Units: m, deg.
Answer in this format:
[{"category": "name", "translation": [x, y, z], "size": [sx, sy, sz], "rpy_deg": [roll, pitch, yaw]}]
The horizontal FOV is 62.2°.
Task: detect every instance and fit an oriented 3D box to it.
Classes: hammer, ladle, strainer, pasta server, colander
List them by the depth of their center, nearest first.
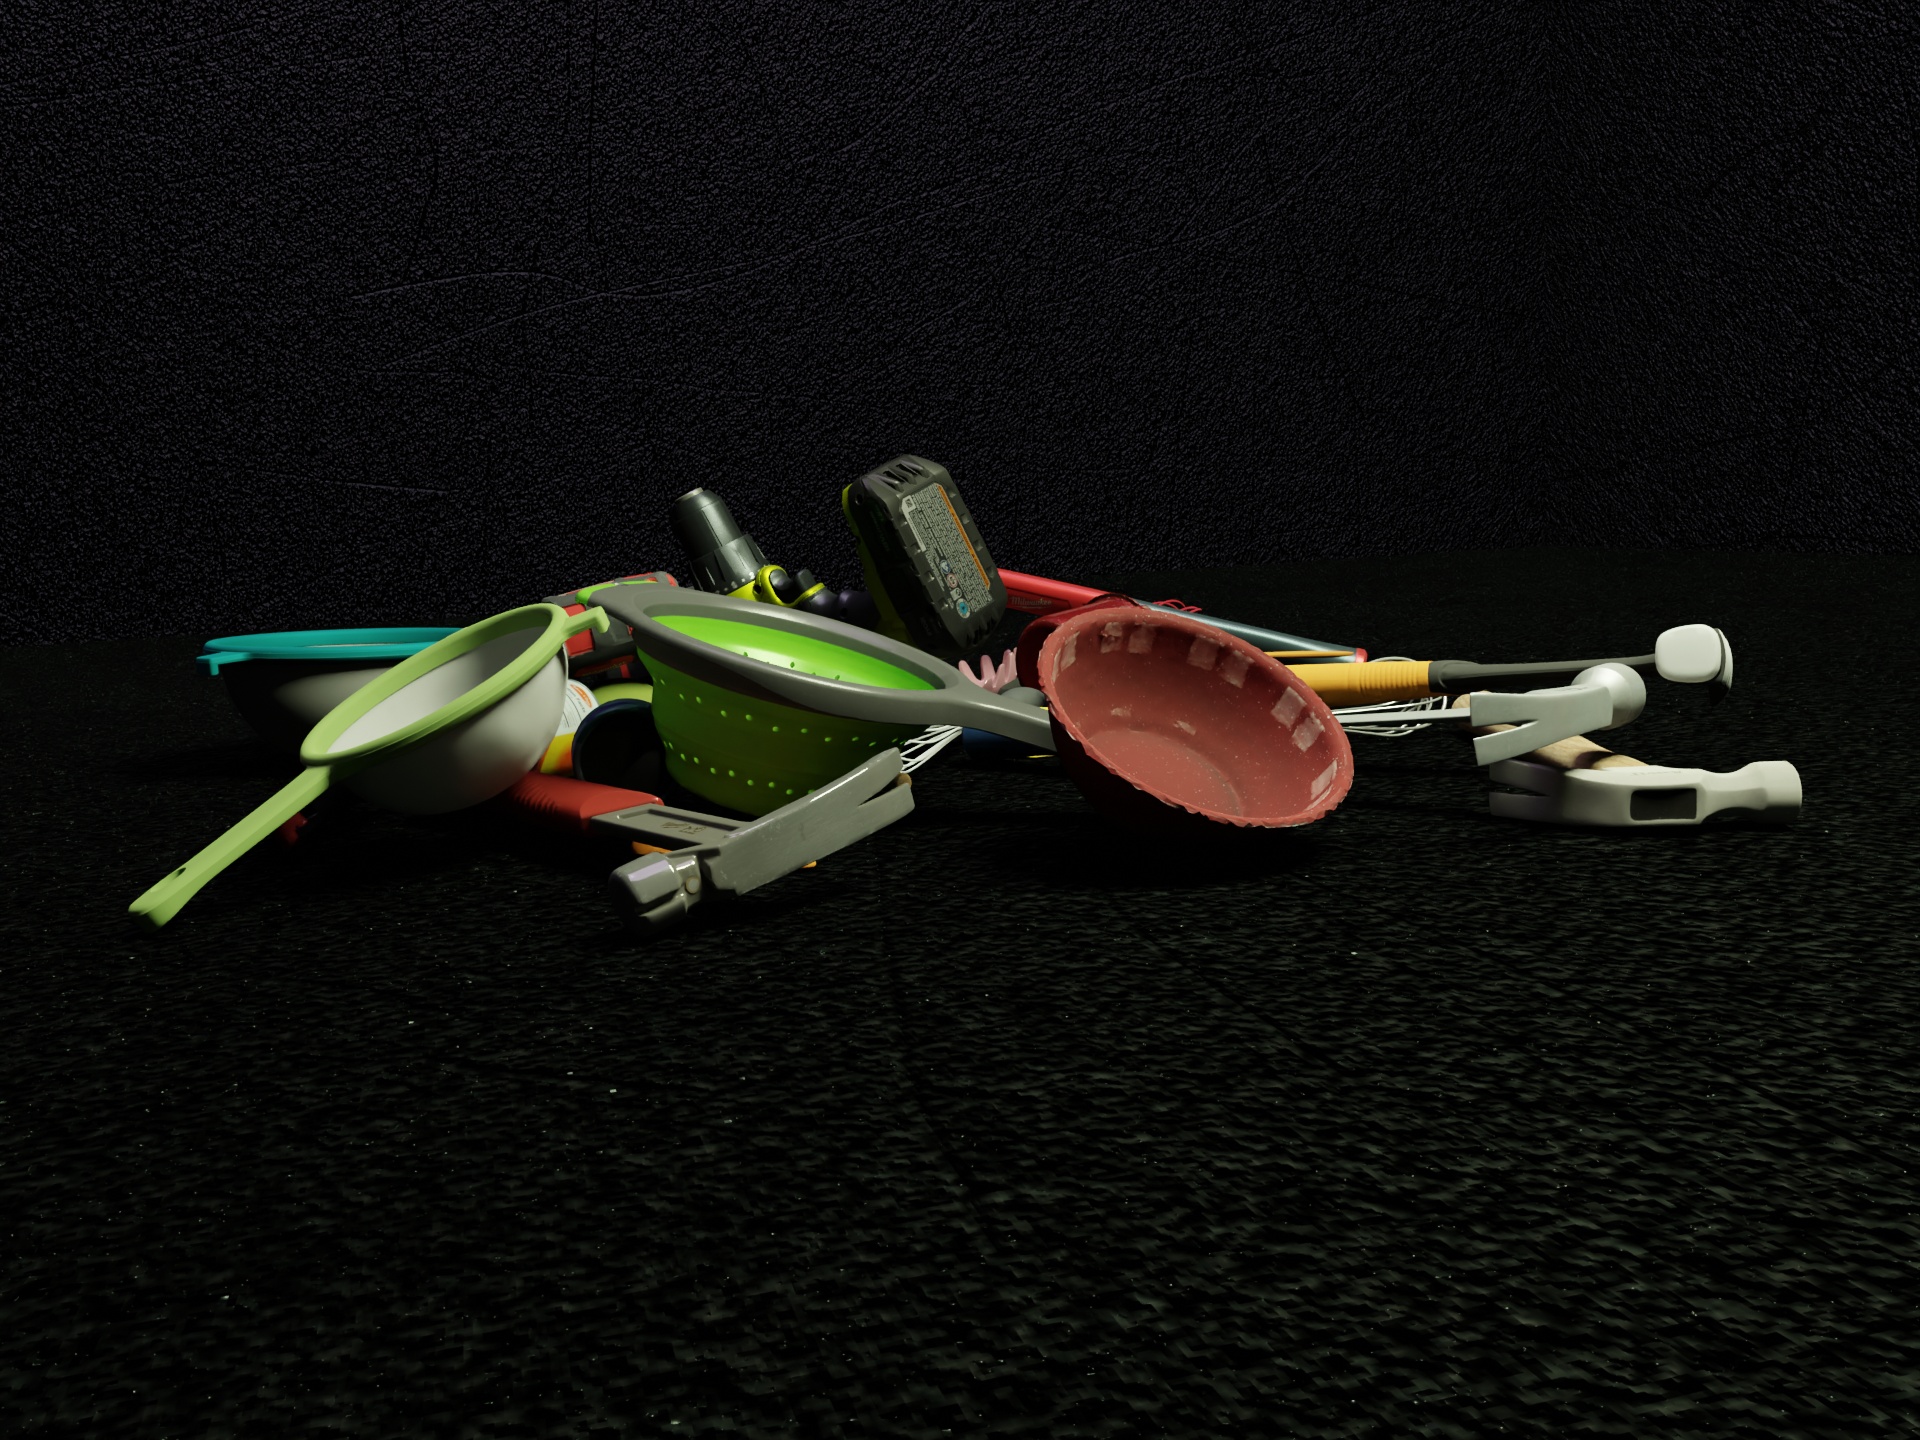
[{"category": "strainer", "translation": [-0.285, 0.035, 0.792], "size": [0.151, 0.069, 0.256], "rpy_deg": [-3, 33, 43]}, {"category": "hammer", "translation": [-0.184, 0.043, 0.825], "size": [0.149, 0.036, 0.359], "rpy_deg": [-25, 18, -35]}, {"category": "colander", "translation": [-0.024, 0.021, 0.875], "size": [0.397, 0.094, 0.204], "rpy_deg": [17, 11, 9]}, {"category": "hammer", "translation": [0.159, 0.003, 0.907], "size": [0.405, 0.035, 0.144], "rpy_deg": [-3, 5, 42]}, {"category": "hammer", "translation": [0.340, 0.016, 0.915], "size": [0.130, 0.031, 0.331], "rpy_deg": [-2, 8, 3]}, {"category": "hammer", "translation": [0.272, -0.024, 0.946], "size": [0.337, 0.034, 0.127], "rpy_deg": [-2, -6, 29]}, {"category": "ladle", "translation": [-0.152, 0.022, 1.052], "size": [0.320, 0.062, 0.078], "rpy_deg": [13, 16, 40]}, {"category": "pasta server", "translation": [-0.030, -0.013, 1.225], "size": [0.060, 0.040, 0.316], "rpy_deg": [-12, 4, 26]}, {"category": "strainer", "translation": [-0.467, -0.024, 1.255], "size": [0.211, 0.095, 0.340], "rpy_deg": [-3, 6, -15]}, {"category": "hammer", "translation": [0.139, -0.096, 1.296], "size": [0.386, 0.143, 0.038], "rpy_deg": [13, 50, 9]}]

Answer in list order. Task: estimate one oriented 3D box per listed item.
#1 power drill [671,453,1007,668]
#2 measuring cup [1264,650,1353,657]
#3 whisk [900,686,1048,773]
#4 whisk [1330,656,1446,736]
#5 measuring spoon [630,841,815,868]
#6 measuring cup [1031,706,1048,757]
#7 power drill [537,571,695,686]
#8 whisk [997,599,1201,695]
[{"category": "power drill", "translation": [-0.097, -0.098, 1.109], "size": [0.228, 0.190, 0.080], "rpy_deg": [-18, 13, 41]}, {"category": "measuring cup", "translation": [0.217, -0.023, 1.164], "size": [0.173, 0.052, 0.095], "rpy_deg": [-5, 8, -25]}, {"category": "whisk", "translation": [-0.001, -0.002, 1.098], "size": [0.070, 0.070, 0.284], "rpy_deg": [1, 4, 27]}, {"category": "whisk", "translation": [0.211, -0.004, 1.054], "size": [0.246, 0.059, 0.057], "rpy_deg": [-9, -31, -14]}, {"category": "measuring spoon", "translation": [-0.120, 0.065, 0.799], "size": [0.117, 0.011, 0.021], "rpy_deg": [2, 10, 32]}, {"category": "measuring cup", "translation": [0.100, 0.004, 1.078], "size": [0.156, 0.029, 0.062], "rpy_deg": [-3, 8, 8]}, {"category": "power drill", "translation": [-0.257, -0.060, 1.193], "size": [0.143, 0.078, 0.219], "rpy_deg": [-16, -2, 4]}, {"category": "whisk", "translation": [0.128, -0.052, 1.392], "size": [0.073, 0.073, 0.296], "rpy_deg": [4, 17, 40]}]
